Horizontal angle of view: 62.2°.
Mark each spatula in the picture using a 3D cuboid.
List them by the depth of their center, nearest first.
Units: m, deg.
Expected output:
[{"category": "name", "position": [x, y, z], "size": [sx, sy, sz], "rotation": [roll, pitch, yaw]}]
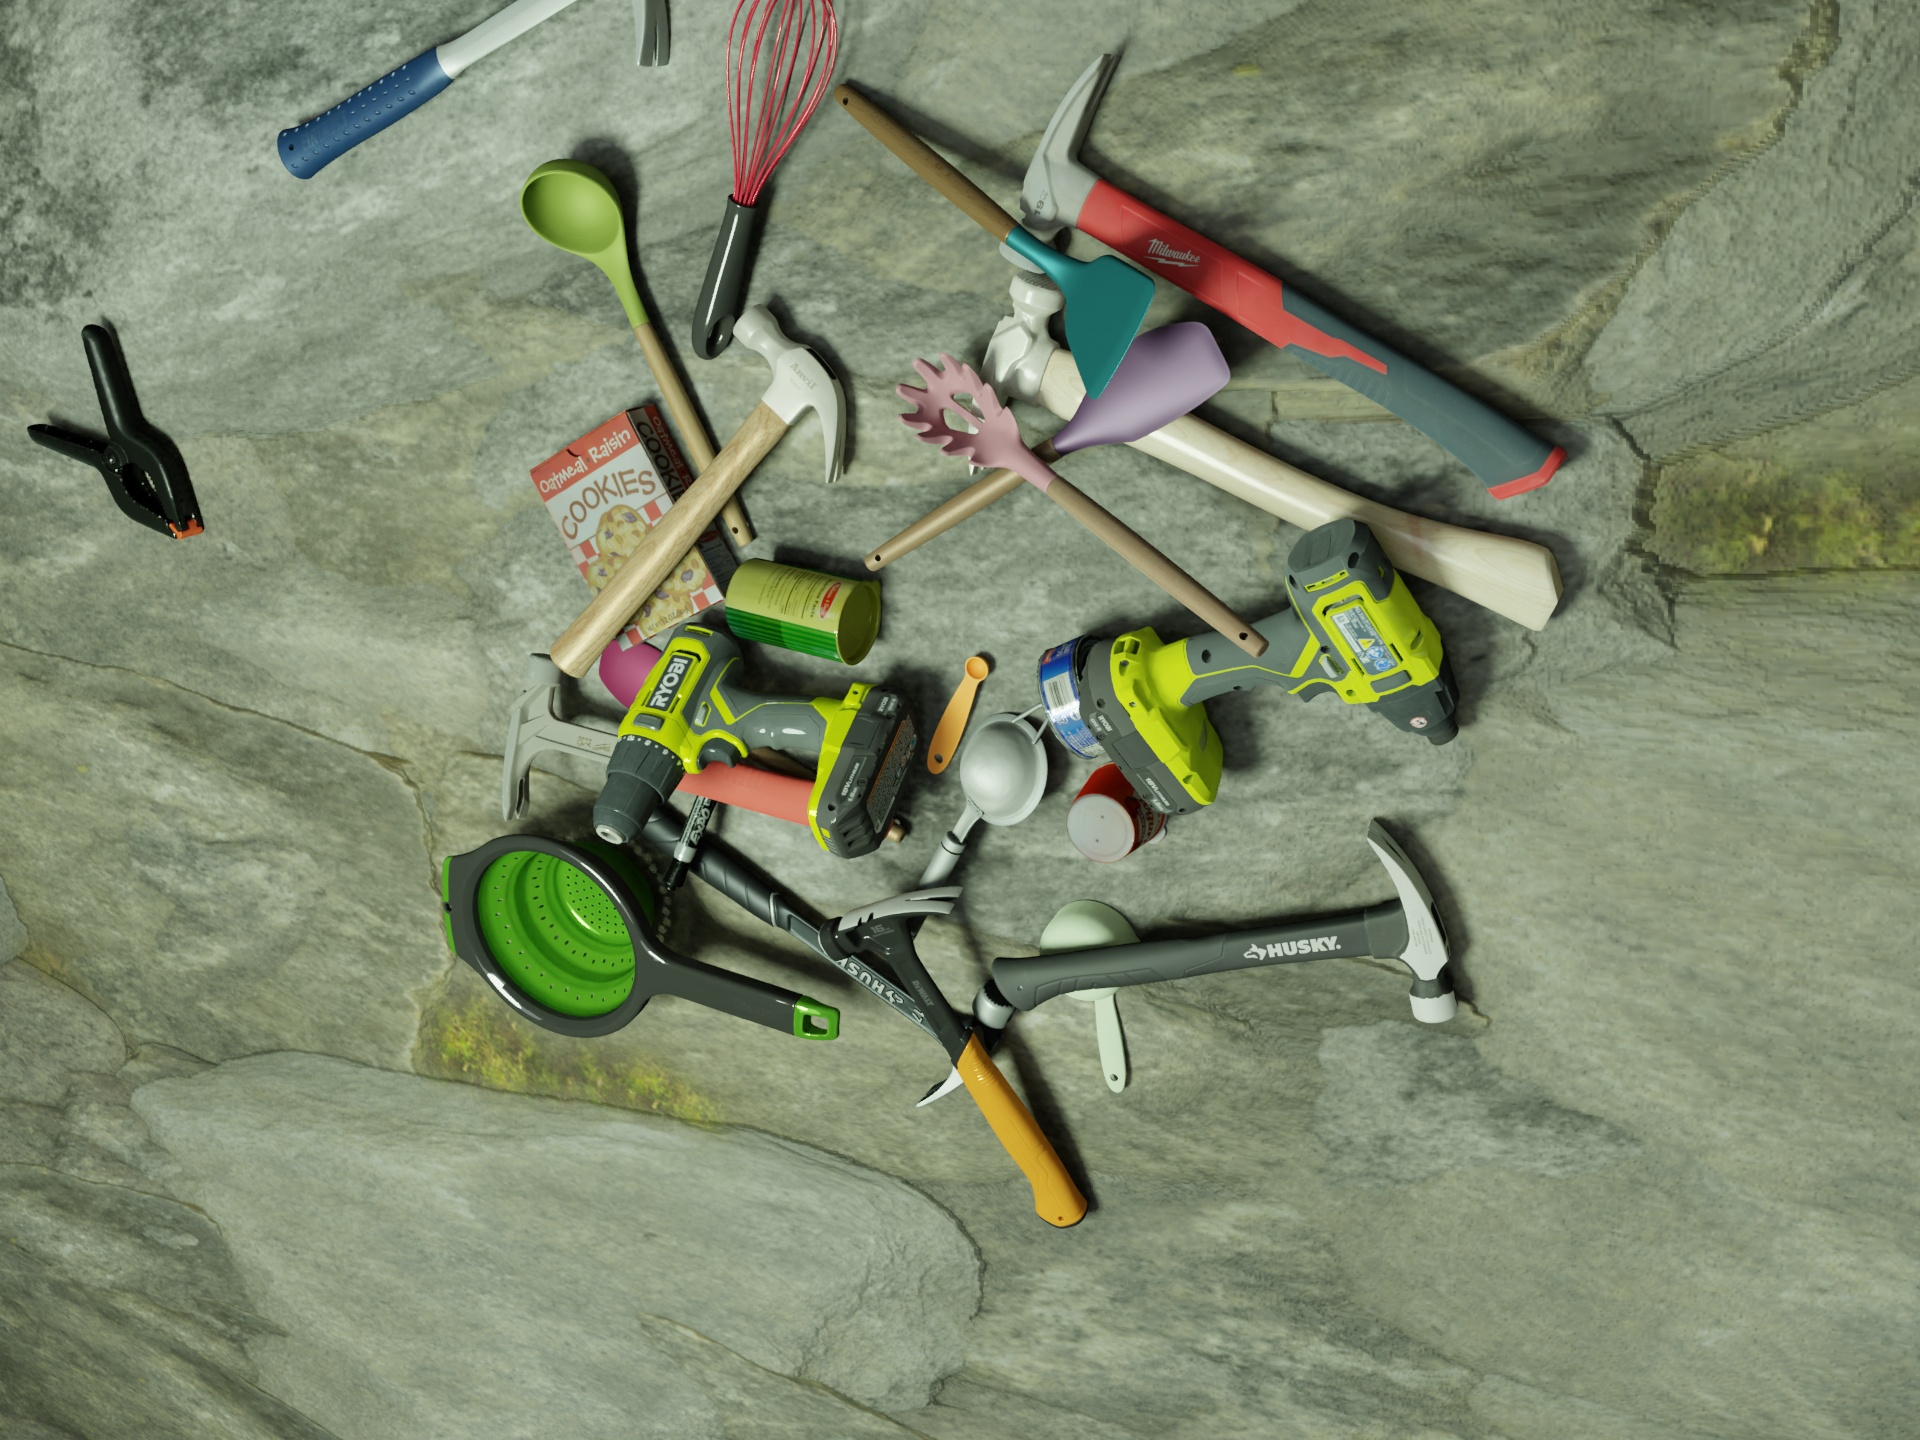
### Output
[{"category": "spatula", "position": [0.012, -0.332, 1.036], "size": [0.318, 0.044, 0.082], "rotation": [45, 127, 23]}, {"category": "spatula", "position": [0.047, -0.178, 1.093], "size": [0.316, 0.018, 0.060], "rotation": [-28, 89, 35]}]

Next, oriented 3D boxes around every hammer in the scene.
[{"category": "hammer", "position": [0.211, -0.268, 0.999], "size": [0.386, 0.038, 0.143], "rotation": [34, 120, 13]}, {"category": "hammer", "position": [0.194, -0.154, 1.056], "size": [0.411, 0.038, 0.146], "rotation": [28, 122, 16]}, {"category": "hammer", "position": [0.180, 0.166, 1.164], "size": [0.335, 0.035, 0.146], "rotation": [-11, 104, 22]}, {"category": "hammer", "position": [-0.388, -0.507, 1.228], "size": [0.405, 0.035, 0.144], "rotation": [-13, 103, 32]}, {"category": "hammer", "position": [-0.210, -0.154, 1.234], "size": [0.130, 0.031, 0.331], "rotation": [44, 110, 0]}, {"category": "hammer", "position": [0.020, 0.281, 1.287], "size": [0.127, 0.034, 0.336], "rotation": [-20, 111, 29]}, {"category": "hammer", "position": [-0.225, 0.052, 1.328], "size": [0.359, 0.036, 0.149], "rotation": [14, 98, 21]}, {"category": "hammer", "position": [-0.144, 0.178, 1.374], "size": [0.409, 0.036, 0.149], "rotation": [33, 123, 14]}]

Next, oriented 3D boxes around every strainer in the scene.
[{"category": "strainer", "position": [-0.002, 0.090, 1.242], "size": [0.087, 0.050, 0.258], "rotation": [47, 124, 33]}]

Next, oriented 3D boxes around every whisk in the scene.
[{"category": "whisk", "position": [-0.149, -0.389, 1.135], "size": [0.073, 0.073, 0.295], "rotation": [33, 127, 13]}]

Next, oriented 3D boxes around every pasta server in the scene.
[{"category": "pasta server", "position": [0.077, -0.140, 1.039], "size": [0.316, 0.040, 0.060], "rotation": [42, 105, 25]}]

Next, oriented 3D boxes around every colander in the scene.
[{"category": "colander", "position": [-0.271, 0.196, 1.416], "size": [0.397, 0.094, 0.204], "rotation": [14, 117, 18]}]

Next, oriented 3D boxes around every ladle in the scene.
[{"category": "ladle", "position": [-0.242, -0.279, 1.230], "size": [0.078, 0.062, 0.320], "rotation": [-18, 103, 33]}]

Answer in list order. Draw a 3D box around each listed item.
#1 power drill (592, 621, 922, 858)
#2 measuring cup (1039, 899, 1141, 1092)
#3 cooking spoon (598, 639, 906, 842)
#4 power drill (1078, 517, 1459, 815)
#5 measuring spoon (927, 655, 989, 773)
[{"category": "power drill", "position": [-0.162, 0.029, 1.240], "size": [0.228, 0.191, 0.080], "rotation": [13, 150, 18]}, {"category": "measuring cup", "position": [0.106, 0.225, 1.252], "size": [0.083, 0.038, 0.167], "rotation": [-2, 106, 29]}, {"category": "cooking spoon", "position": [-0.180, 0.020, 1.338], "size": [0.319, 0.017, 0.068], "rotation": [29, 120, 16]}, {"category": "power drill", "position": [0.207, -0.022, 1.061], "size": [0.223, 0.080, 0.171], "rotation": [-22, 120, 33]}, {"category": "measuring spoon", "position": [-0.002, -0.004, 1.239], "size": [0.021, 0.011, 0.116], "rotation": [32, 125, 13]}]
